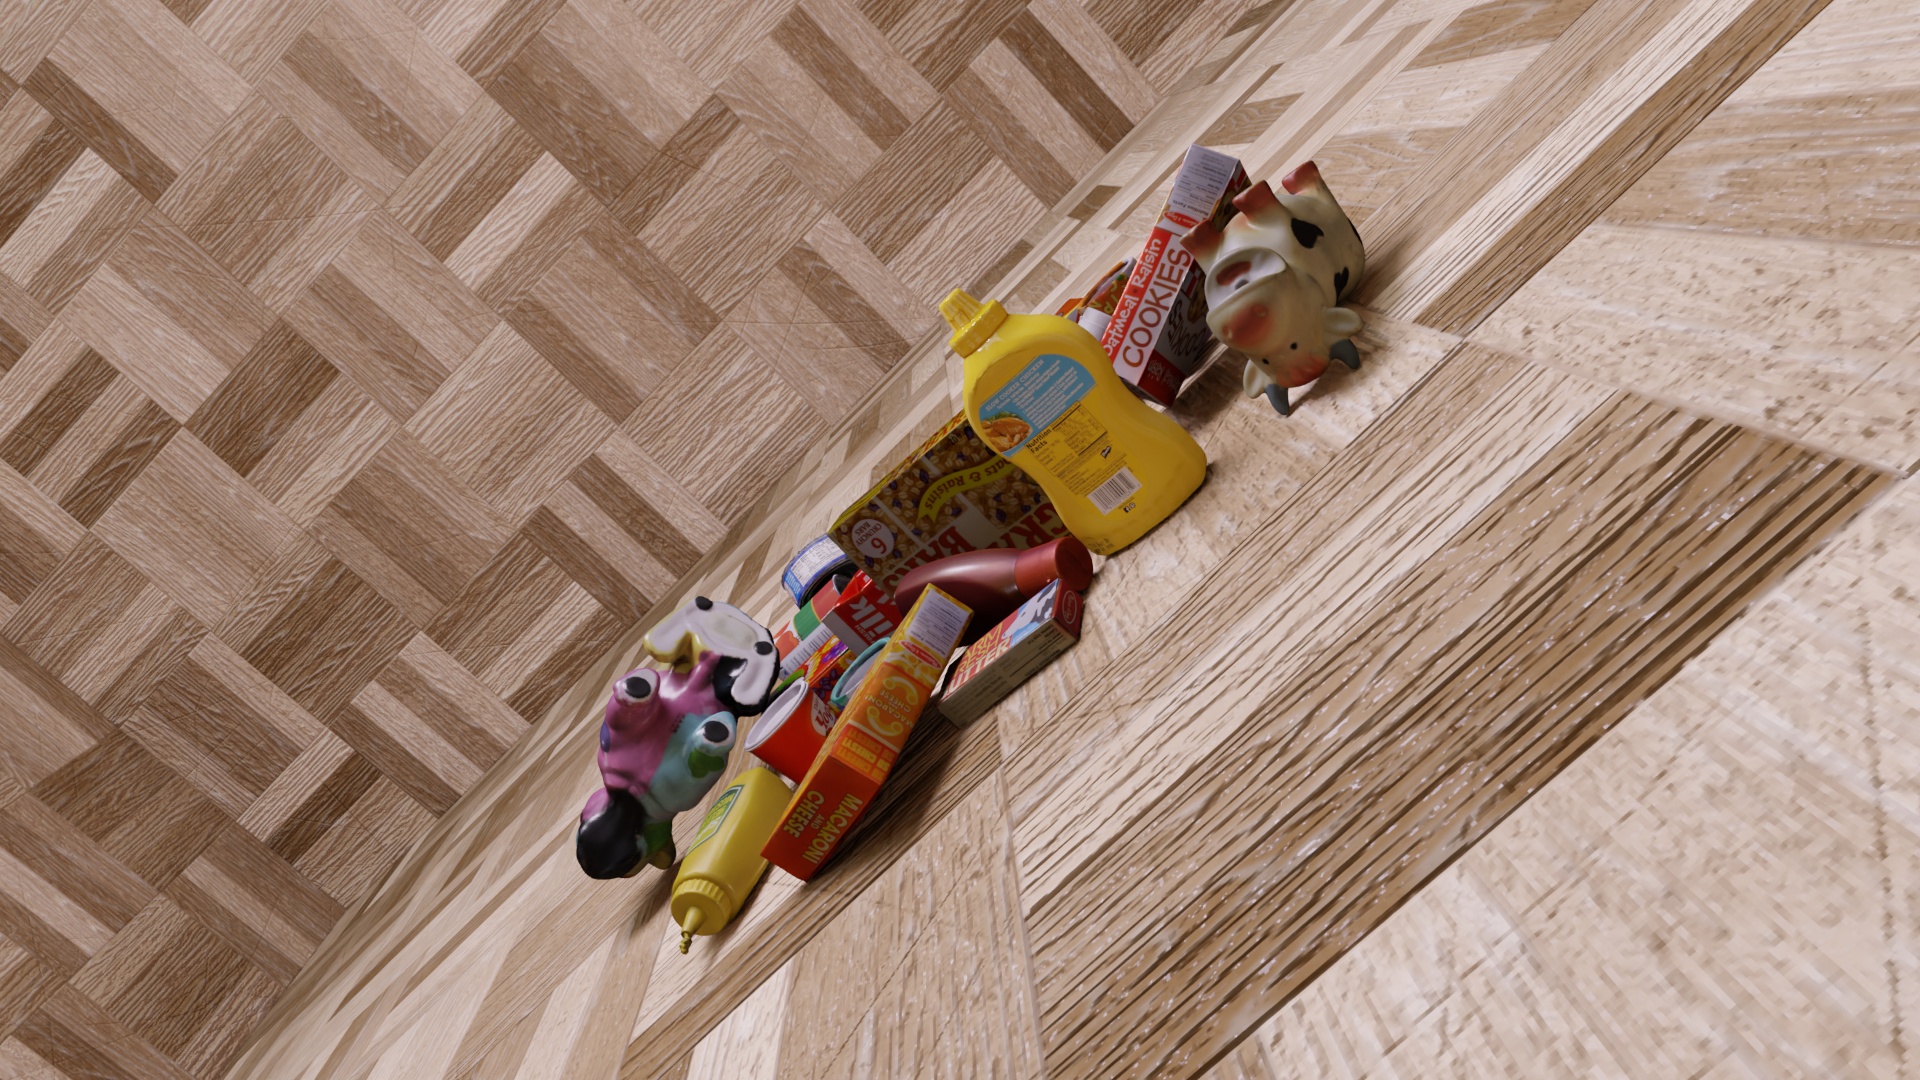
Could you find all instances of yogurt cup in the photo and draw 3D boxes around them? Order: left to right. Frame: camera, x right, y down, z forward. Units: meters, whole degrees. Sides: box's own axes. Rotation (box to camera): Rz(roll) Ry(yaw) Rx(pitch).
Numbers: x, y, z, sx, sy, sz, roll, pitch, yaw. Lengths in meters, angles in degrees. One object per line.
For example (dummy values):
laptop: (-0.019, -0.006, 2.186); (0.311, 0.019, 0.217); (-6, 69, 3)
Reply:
yogurt cup: (-0.122, 0.148, 1.052); (0.072, 0.054, 0.072); (-43, 12, 12)

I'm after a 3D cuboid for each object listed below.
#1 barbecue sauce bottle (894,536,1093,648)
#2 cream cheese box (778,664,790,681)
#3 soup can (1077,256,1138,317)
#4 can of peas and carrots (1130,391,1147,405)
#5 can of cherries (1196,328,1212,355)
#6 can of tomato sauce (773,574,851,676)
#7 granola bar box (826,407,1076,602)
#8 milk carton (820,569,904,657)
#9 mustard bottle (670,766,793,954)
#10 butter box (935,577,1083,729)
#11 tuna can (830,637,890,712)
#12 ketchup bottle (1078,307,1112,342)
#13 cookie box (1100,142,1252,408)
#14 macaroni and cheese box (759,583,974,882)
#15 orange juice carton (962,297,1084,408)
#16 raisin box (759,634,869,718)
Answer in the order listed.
barbecue sauce bottle: (0.024, 0.033, 0.931); (0.148, 0.064, 0.044); (-20, 29, 45)
cream cheese box: (-0.138, 0.094, 1.361); (0.053, 0.024, 0.104); (-35, 16, 42)
soup can: (0.148, -0.187, 1.179); (0.071, 0.083, 0.071); (-44, 12, 12)
can of peas and carrots: (0.102, -0.070, 0.990); (0.058, 0.071, 0.071); (-30, 20, 52)
can of cherries: (0.160, -0.165, 1.101); (0.059, 0.071, 0.071); (-53, 13, -29)
can of tomato sauce: (-0.116, 0.081, 1.228); (0.083, 0.071, 0.071); (-44, 12, 13)
granola bar box: (0.004, -0.012, 0.989); (0.165, 0.124, 0.039); (-38, 14, 33)
milk carton: (-0.019, 0.019, 1.091); (0.190, 0.072, 0.073); (-45, 12, -2)
mustard bottle: (-0.163, 0.222, 0.955); (0.065, 0.049, 0.161); (-42, 12, 26)
butter box: (0.030, 0.070, 0.864); (0.103, 0.024, 0.053); (-40, 13, 24)
tuna can: (-0.065, 0.107, 1.047); (0.071, 0.033, 0.071); (-43, 12, 12)
ketchup bottle: (0.087, -0.117, 1.140); (0.065, 0.043, 0.148); (-99, 35, -81)
cookie box: (0.157, -0.183, 0.995); (0.167, 0.040, 0.123); (-66, -19, 6)
macaroni and cheese box: (-0.057, 0.122, 0.892); (0.123, 0.040, 0.167); (-56, 3, 40)
orange juice carton: (0.097, -0.166, 1.310); (0.192, 0.073, 0.072); (-45, 11, 0)
raisin box: (-0.112, 0.119, 1.155); (0.123, 0.040, 0.086); (-43, 11, 11)
